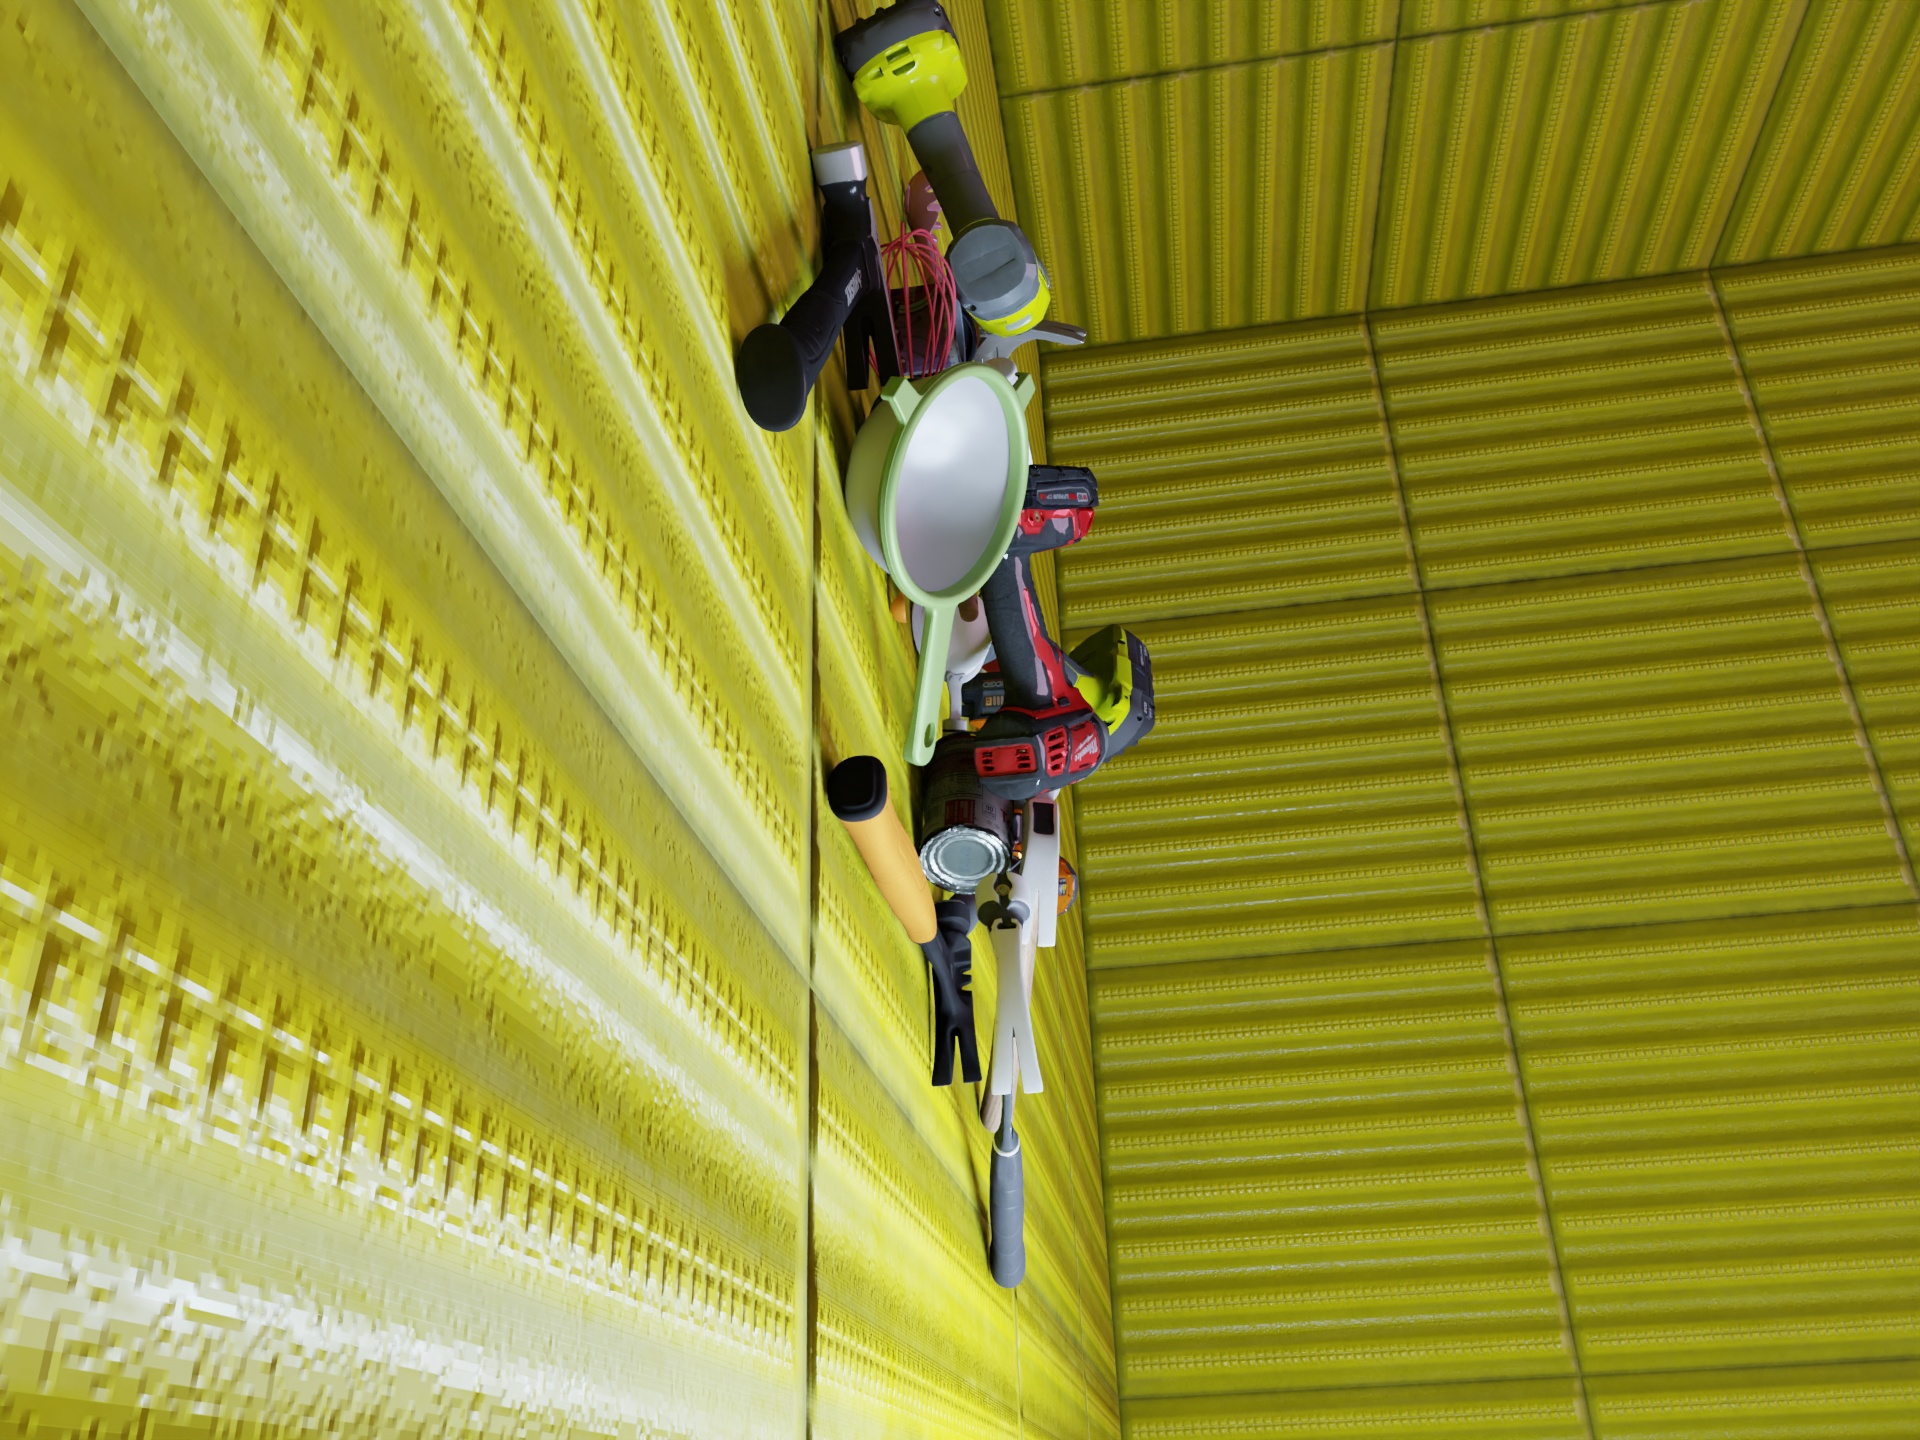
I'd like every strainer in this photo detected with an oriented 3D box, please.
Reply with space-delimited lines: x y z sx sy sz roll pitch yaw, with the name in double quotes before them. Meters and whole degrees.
"strainer" -0.031 -0.099 0.995 0.151 0.069 0.256 -20 123 -54
"strainer" -0.002 -0.004 1.218 0.086 0.050 0.258 3 88 -48

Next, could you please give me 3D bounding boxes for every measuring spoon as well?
"measuring spoon" -0.049 -0.124 1.105 0.021 0.011 0.117 90 -8 -79

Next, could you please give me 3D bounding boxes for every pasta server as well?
"pasta server" -0.011 -0.356 1.363 0.060 0.040 0.316 103 -21 -60

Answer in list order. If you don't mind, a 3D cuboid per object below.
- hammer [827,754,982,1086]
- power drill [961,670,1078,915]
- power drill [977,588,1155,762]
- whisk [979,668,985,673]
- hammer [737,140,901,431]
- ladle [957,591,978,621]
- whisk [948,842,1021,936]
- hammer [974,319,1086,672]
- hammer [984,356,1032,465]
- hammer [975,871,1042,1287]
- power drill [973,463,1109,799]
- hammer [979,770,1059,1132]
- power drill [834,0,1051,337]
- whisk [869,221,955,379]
"hammer" -0.029 0.117 0.955 0.336 0.034 0.127 72 13 -61
"power drill" 0.052 0.070 1.456 0.164 0.084 0.226 9 79 -66
"power drill" 0.066 -0.075 1.374 0.223 0.080 0.171 37 35 -29
"whisk" 0.037 -0.005 1.609 0.057 0.059 0.247 37 38 -28
"hammer" -0.073 -0.216 0.858 0.335 0.035 0.146 -83 165 -63
"ladle" 0.007 -0.155 1.247 0.320 0.062 0.078 -98 162 -61
"whisk" 0.013 0.136 1.258 0.239 0.055 0.055 -41 125 -76
"hammer" 0.042 -0.200 1.491 0.037 0.149 0.358 -73 164 -55
"hammer" 0.042 -0.122 1.252 0.128 0.033 0.331 72 14 -57
"hammer" 0.034 0.293 1.124 0.149 0.036 0.408 -93 -179 -46
"power drill" 0.054 -0.061 1.102 0.143 0.078 0.219 -12 94 -58
"hammer" 0.043 0.197 1.199 0.130 0.031 0.331 -86 -178 -53
"power drill" 0.000 -0.387 1.152 0.190 0.080 0.228 -33 99 -80
"whisk" -0.034 -0.223 1.128 0.295 0.073 0.073 87 2 -53
